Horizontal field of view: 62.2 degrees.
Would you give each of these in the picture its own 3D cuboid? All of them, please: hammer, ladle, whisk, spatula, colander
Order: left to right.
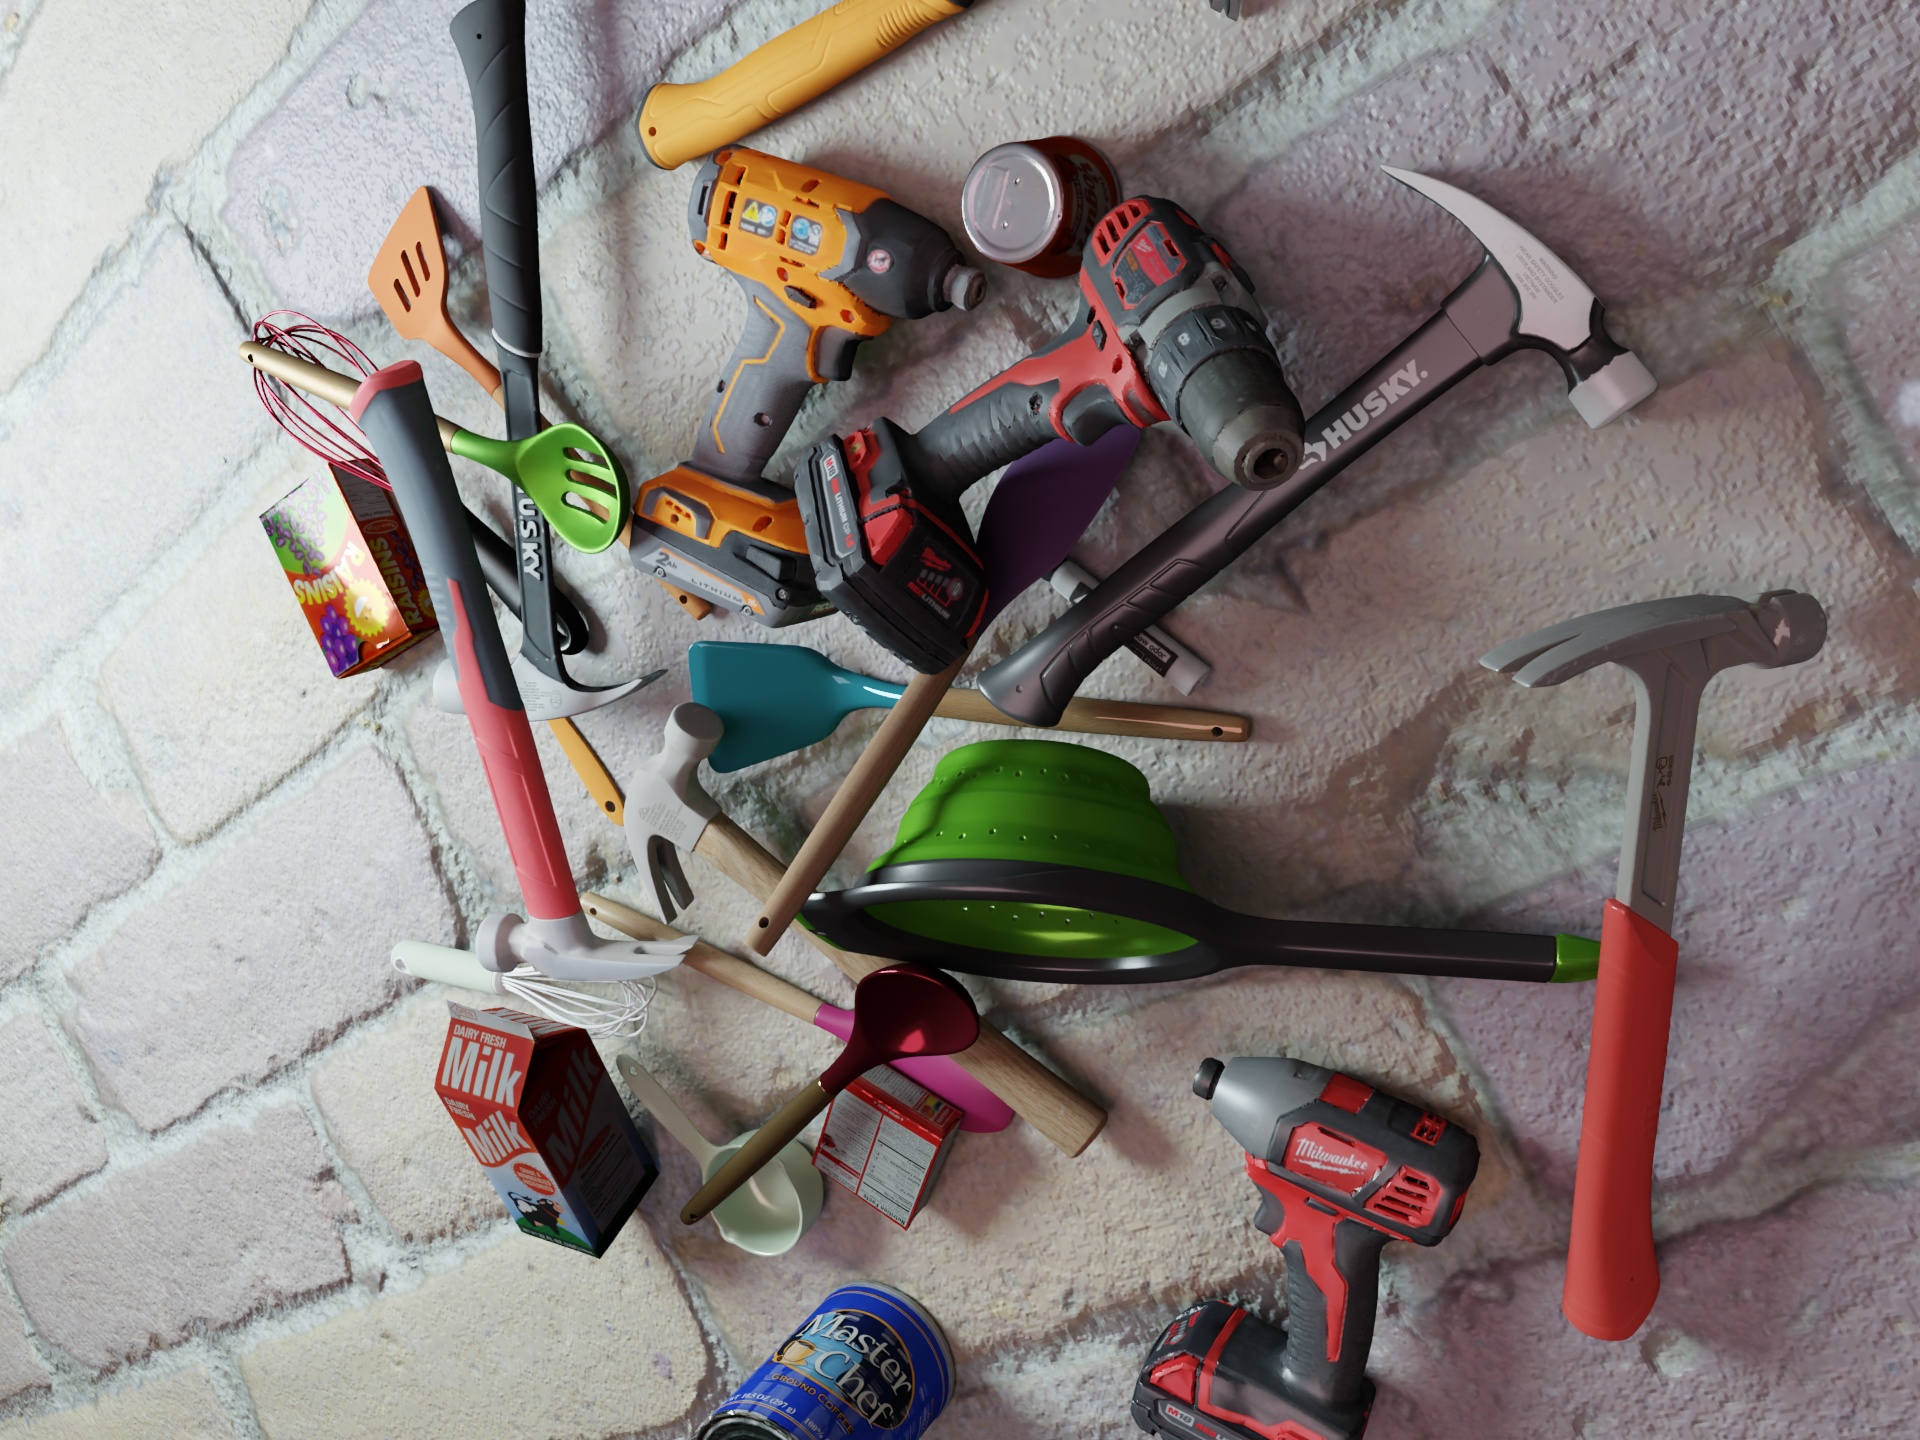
[{"bbox_3d":[-0.340,-0.148,1.001,0.296,0.073,0.073,45,120,4],"label":"whisk"},{"bbox_3d":[-0.260,-0.016,0.924,0.143,0.038,0.386,-1,116,17],"label":"hammer"},{"bbox_3d":[-0.301,0.174,1.074,0.246,0.059,0.057,4,123,33],"label":"whisk"},{"bbox_3d":[-0.250,-0.197,0.916,0.149,0.036,0.408,4,105,19],"label":"hammer"},{"bbox_3d":[-0.255,-0.184,0.962,0.322,0.041,0.081,48,120,5],"label":"spatula"},{"bbox_3d":[-0.088,0.225,0.925,0.069,0.031,0.315,37,126,-8],"label":"ladle"},{"bbox_3d":[-0.058,0.135,0.907,0.331,0.031,0.130,38,125,7],"label":"hammer"},{"bbox_3d":[-0.028,-0.343,0.783,0.337,0.034,0.127,-14,96,31],"label":"hammer"},{"bbox_3d":[-0.013,-0.024,0.769,0.060,0.018,0.316,26,77,31],"label":"spatula"},{"bbox_3d":[-0.001,-0.003,0.857,0.317,0.044,0.082,5,114,27],"label":"spatula"},{"bbox_3d":[0.117,0.071,0.781,0.397,0.204,0.095,2,70,13],"label":"colander"},{"bbox_3d":[0.133,-0.106,0.743,0.334,0.035,0.146,-39,84,26],"label":"hammer"},{"bbox_3d":[0.286,0.122,0.692,0.037,0.149,0.358,-136,39,-61],"label":"hammer"}]

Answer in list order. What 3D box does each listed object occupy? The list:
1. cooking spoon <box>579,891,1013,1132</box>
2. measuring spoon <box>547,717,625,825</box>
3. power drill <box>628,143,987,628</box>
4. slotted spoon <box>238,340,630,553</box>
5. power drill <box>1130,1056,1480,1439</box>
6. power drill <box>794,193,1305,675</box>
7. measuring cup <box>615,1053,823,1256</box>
[{"bbox_3d":[-0.108,0.171,0.979,0.319,0.017,0.068,21,113,22],"label":"cooking spoon"},{"bbox_3d":[-0.249,0.020,1.020,0.021,0.011,0.117,-38,84,32],"label":"measuring spoon"},{"bbox_3d":[-0.081,-0.168,0.836,0.164,0.084,0.226,24,110,21],"label":"power drill"},{"bbox_3d":[-0.304,-0.169,0.909,0.314,0.031,0.070,24,119,23],"label":"slotted spoon"},{"bbox_3d":[0.168,0.281,0.825,0.143,0.078,0.219,21,110,23],"label":"power drill"},{"bbox_3d":[0.041,-0.118,0.711,0.226,0.080,0.188,-36,42,18],"label":"power drill"},{"bbox_3d":[-0.155,0.268,1.023,0.168,0.038,0.083,41,119,15],"label":"measuring cup"}]
